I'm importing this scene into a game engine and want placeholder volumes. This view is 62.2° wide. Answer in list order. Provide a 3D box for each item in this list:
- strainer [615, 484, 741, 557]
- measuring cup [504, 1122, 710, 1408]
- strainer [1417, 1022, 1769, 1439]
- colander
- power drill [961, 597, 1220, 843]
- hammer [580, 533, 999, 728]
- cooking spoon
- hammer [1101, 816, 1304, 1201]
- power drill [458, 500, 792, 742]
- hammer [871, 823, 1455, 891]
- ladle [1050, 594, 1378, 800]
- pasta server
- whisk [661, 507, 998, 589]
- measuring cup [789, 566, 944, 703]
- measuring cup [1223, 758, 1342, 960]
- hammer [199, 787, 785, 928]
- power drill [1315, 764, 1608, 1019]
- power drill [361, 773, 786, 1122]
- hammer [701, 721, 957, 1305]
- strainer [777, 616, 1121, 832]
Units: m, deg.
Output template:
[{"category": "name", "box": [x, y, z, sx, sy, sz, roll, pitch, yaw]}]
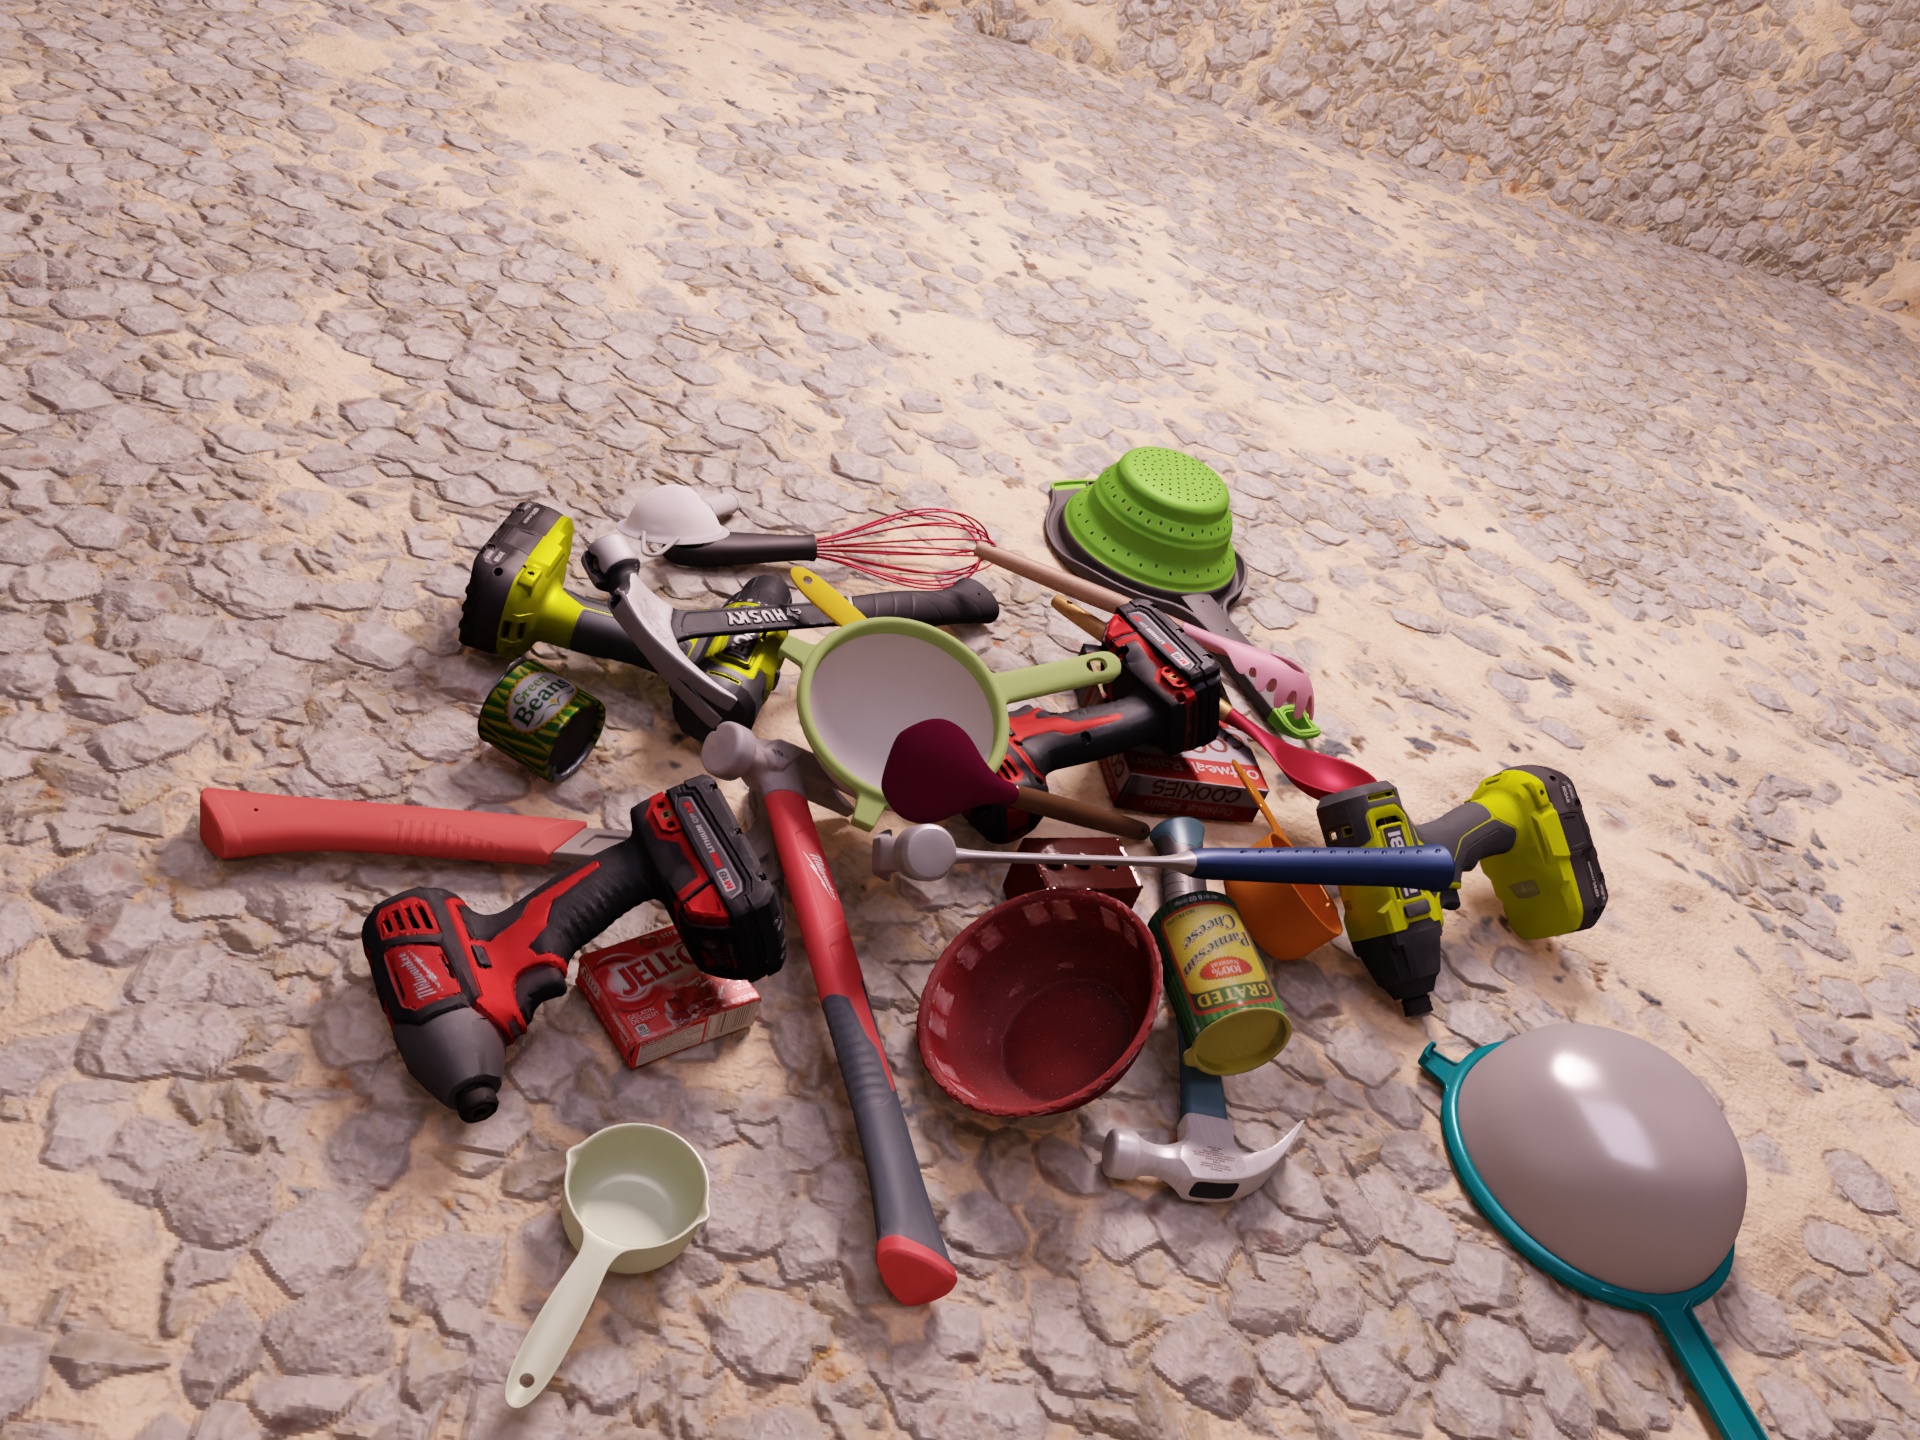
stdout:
[{"category": "strainer", "box": [-0.214, -0.170, 1.289, 0.087, 0.050, 0.258, 8, 13, 4]}, {"category": "measuring cup", "box": [-0.188, 0.282, 0.811, 0.083, 0.038, 0.168, 23, 39, 3]}, {"category": "strainer", "box": [0.450, 0.316, 1.013, 0.211, 0.095, 0.341, 5, 39, -19]}, {"category": "colander", "box": [0.225, -0.142, 1.470, 0.204, 0.094, 0.398, -6, 44, -30]}, {"category": "power drill", "box": [0.065, -0.012, 1.221, 0.226, 0.080, 0.188, -24, 45, -19]}, {"category": "hammer", "box": [-0.096, -0.079, 1.216, 0.408, 0.036, 0.149, -9, 60, -53]}, {"category": "cooking spoon", "box": [0.049, 0.055, 1.095, 0.017, 0.069, 0.318, 18, 0, 37]}, {"category": "hammer", "box": [0.158, 0.183, 1.092, 0.128, 0.033, 0.331, 14, 38, -7]}, {"category": "power drill", "box": [-0.240, -0.081, 1.199, 0.228, 0.080, 0.191, 20, 34, -5]}, {"category": "hammer", "box": [0.137, 0.092, 1.047, 0.405, 0.144, 0.035, 3, 84, -18]}, {"category": "ladle", "box": [0.198, -0.018, 1.296, 0.316, 0.031, 0.069, 35, 32, 22]}, {"category": "pasta server", "box": [0.156, -0.079, 1.332, 0.316, 0.040, 0.060, 22, 15, -1]}, {"category": "whisk", "box": [-0.106, -0.148, 1.360, 0.295, 0.073, 0.073, -2, 43, -18]}, {"category": "measuring cup", "box": [-0.061, -0.067, 1.170, 0.156, 0.029, 0.062, 39, 56, -1]}, {"category": "measuring cup", "box": [0.219, 0.102, 1.181, 0.095, 0.052, 0.174, 36, 23, -41]}, {"category": "hammer", "box": [-0.291, 0.069, 1.023, 0.359, 0.036, 0.149, 6, 40, -18]}, {"category": "power drill", "box": [0.381, 0.122, 1.207, 0.223, 0.080, 0.171, -9, 79, -31]}, {"category": "power drill", "box": [-0.218, 0.131, 0.909, 0.219, 0.078, 0.143, -23, 54, -16]}, {"category": "hammer", "box": [-0.063, 0.170, 0.985, 0.143, 0.038, 0.387, 27, 32, -45]}, {"category": "strainer", "box": [-0.002, -0.004, 1.128, 0.256, 0.069, 0.152, -13, 65, -29]}]
